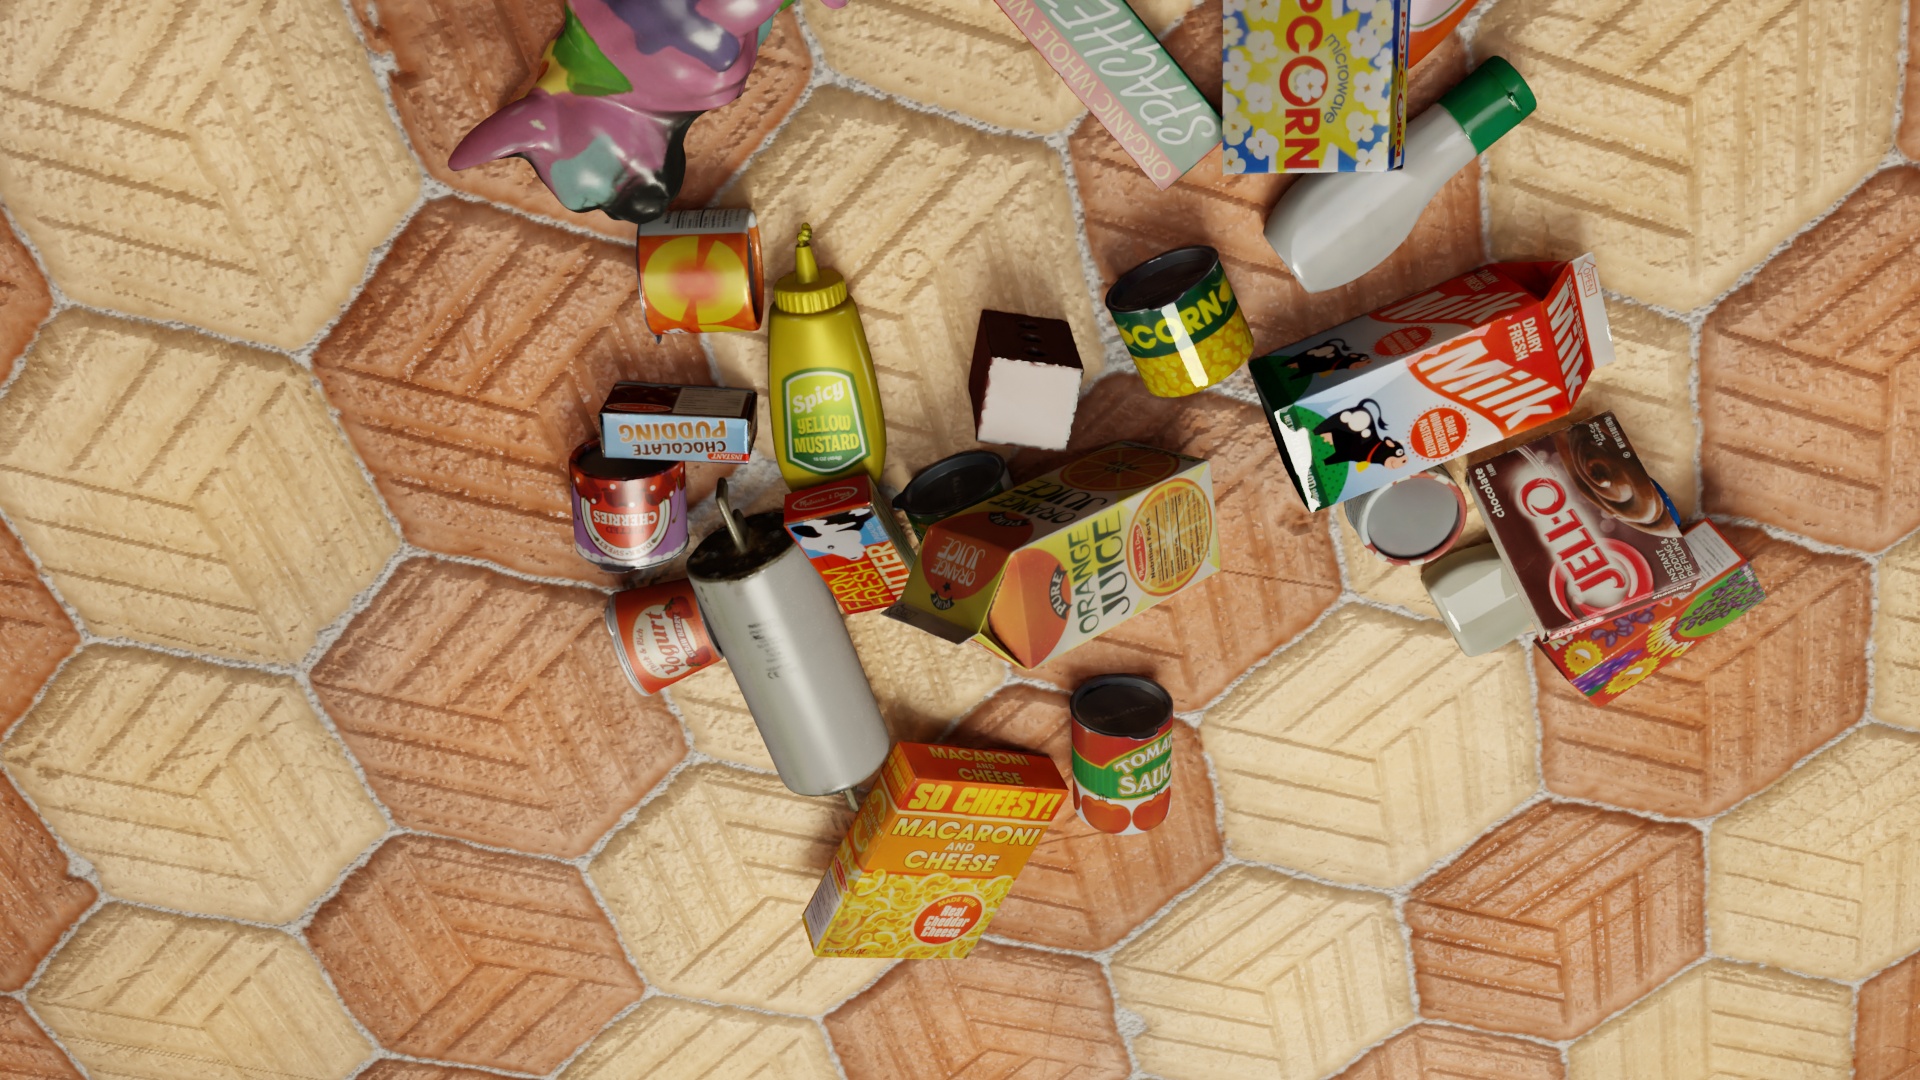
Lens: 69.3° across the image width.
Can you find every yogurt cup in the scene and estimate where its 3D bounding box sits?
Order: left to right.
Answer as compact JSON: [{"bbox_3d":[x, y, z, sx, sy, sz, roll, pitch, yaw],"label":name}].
[{"bbox_3d":[-0.179,0.056,0.855,0.054,0.073,0.072,-19,118,0],"label":"yogurt cup"}]

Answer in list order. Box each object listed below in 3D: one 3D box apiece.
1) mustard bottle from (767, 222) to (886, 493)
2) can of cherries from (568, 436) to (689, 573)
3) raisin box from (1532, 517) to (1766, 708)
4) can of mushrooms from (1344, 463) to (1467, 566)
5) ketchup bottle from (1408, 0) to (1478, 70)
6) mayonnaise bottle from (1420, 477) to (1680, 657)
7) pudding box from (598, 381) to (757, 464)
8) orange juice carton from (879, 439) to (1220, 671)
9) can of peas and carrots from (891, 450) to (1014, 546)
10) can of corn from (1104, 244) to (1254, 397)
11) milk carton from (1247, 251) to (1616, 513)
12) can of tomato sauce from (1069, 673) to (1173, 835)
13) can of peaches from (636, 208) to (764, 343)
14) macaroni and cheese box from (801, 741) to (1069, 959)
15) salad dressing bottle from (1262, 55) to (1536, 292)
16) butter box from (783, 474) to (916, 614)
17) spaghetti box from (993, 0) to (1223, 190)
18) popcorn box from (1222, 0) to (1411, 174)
[{"bbox_3d":[-0.080,-0.099,0.781,0.065,0.049,0.159,-6,119,1],"label":"mustard bottle"},{"bbox_3d":[-0.192,-0.023,0.806,0.071,0.072,0.058,2,119,-3],"label":"can of cherries"},{"bbox_3d":[0.428,0.047,0.863,0.123,0.040,0.086,-41,145,18],"label":"raisin box"},{"bbox_3d":[0.273,-0.019,0.845,0.071,0.033,0.070,-1,118,-1],"label":"can of mushrooms"},{"bbox_3d":[0.230,-0.279,0.696,0.065,0.044,0.148,24,116,-10],"label":"ketchup bottle"},{"bbox_3d":[0.366,0.013,0.861,0.148,0.041,0.064,-30,105,12],"label":"mayonnaise bottle"},{"bbox_3d":[-0.160,-0.068,0.795,0.084,0.050,0.030,3,117,-4],"label":"pudding box"},{"bbox_3d":[0.052,0.012,0.773,0.193,0.072,0.072,-24,117,-32],"label":"orange juice carton"},{"bbox_3d":[0.003,-0.010,0.822,0.071,0.071,0.058,-19,118,9],"label":"can of peas and carrots"},{"bbox_3d":[0.121,-0.119,0.764,0.071,0.071,0.058,-25,118,11],"label":"can of corn"},{"bbox_3d":[0.268,-0.094,0.781,0.190,0.074,0.072,-21,117,9],"label":"milk carton"},{"bbox_3d":[0.107,0.141,0.906,0.071,0.071,0.082,-4,119,0],"label":"can of tomato sauce"},{"bbox_3d":[-0.138,-0.142,0.746,0.058,0.071,0.071,-3,119,-1],"label":"can of peaches"},{"bbox_3d":[-0.019,0.212,0.938,0.124,0.040,0.165,11,119,-31],"label":"macaroni and cheese box"},{"bbox_3d":[0.234,-0.195,0.742,0.147,0.044,0.064,-38,118,16],"label":"salad dressing bottle"},{"bbox_3d":[-0.060,0.005,0.814,0.053,0.024,0.103,-13,143,12],"label":"butter box"},{"bbox_3d":[0.041,-0.281,0.697,0.050,0.029,0.249,-40,113,19],"label":"spaghetti box"},{"bbox_3d":[0.175,-0.245,0.684,0.085,0.038,0.126,6,110,27],"label":"popcorn box"}]
